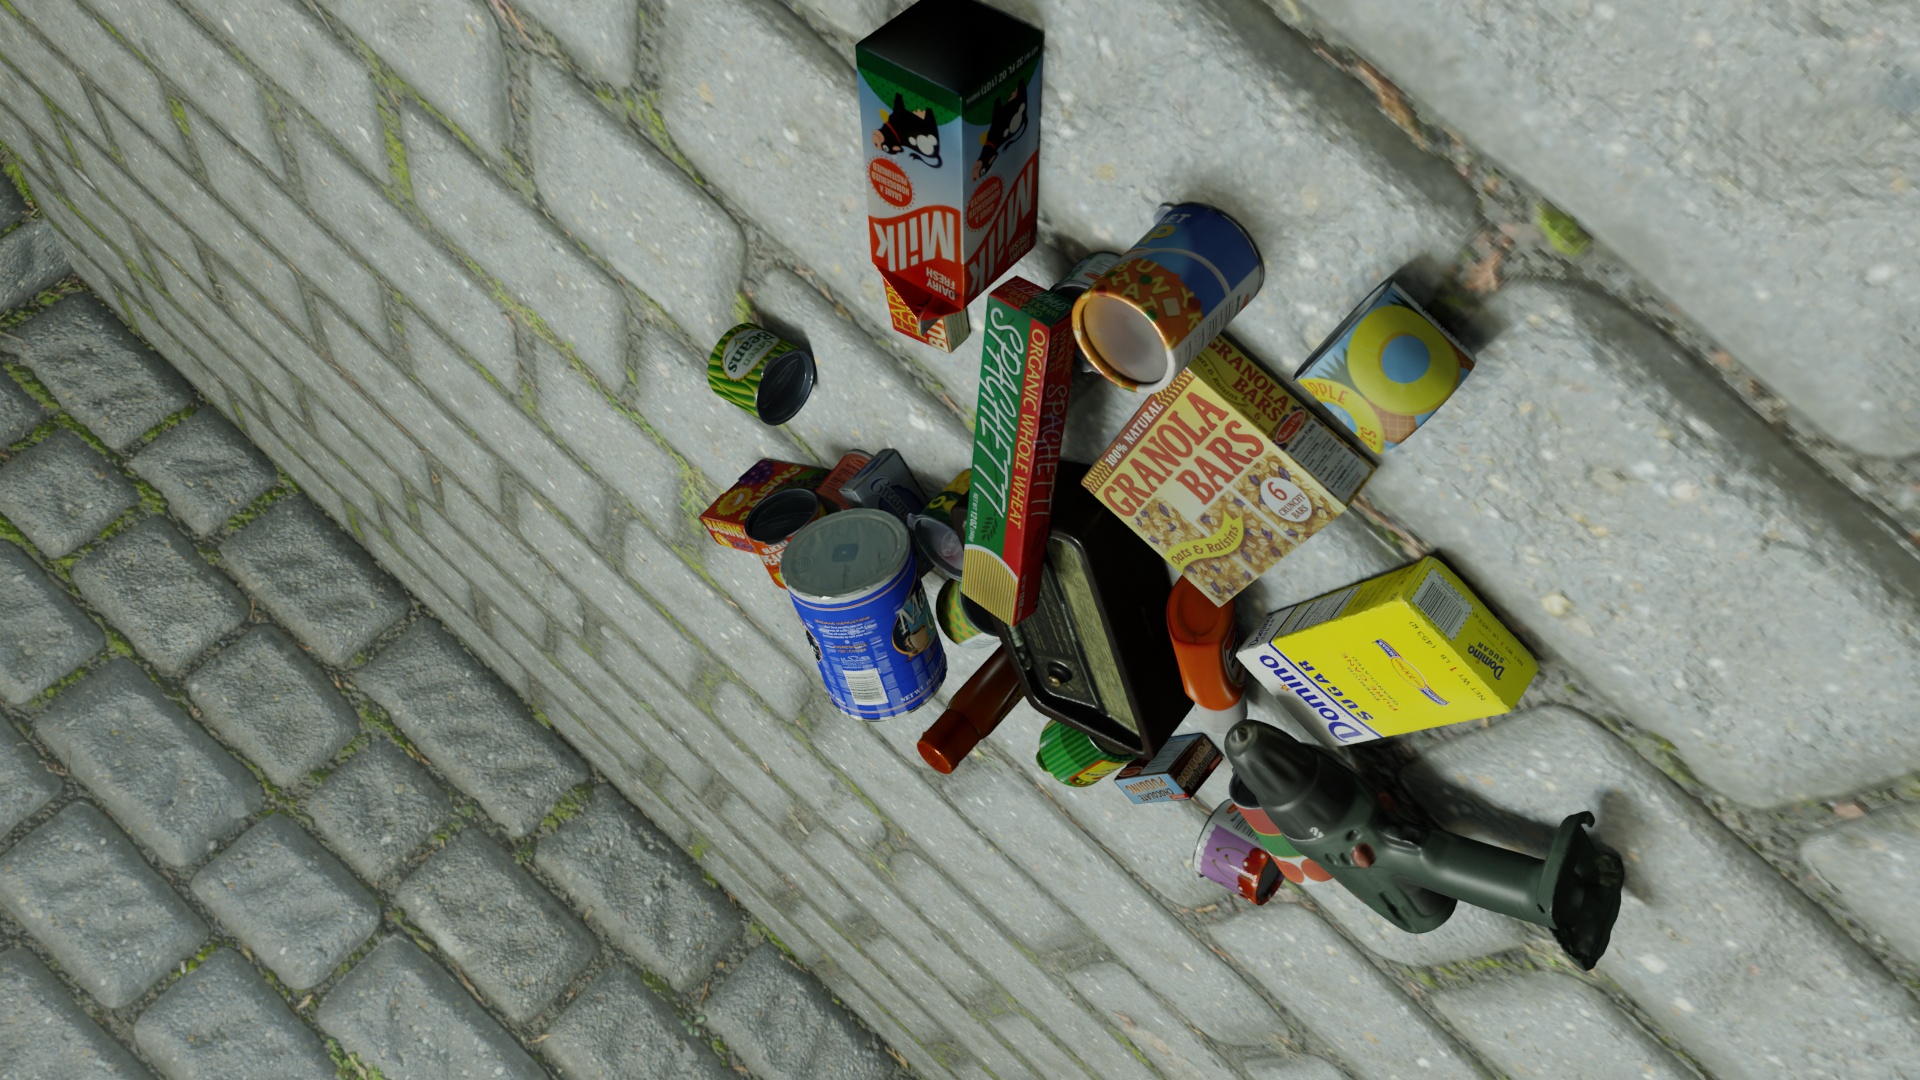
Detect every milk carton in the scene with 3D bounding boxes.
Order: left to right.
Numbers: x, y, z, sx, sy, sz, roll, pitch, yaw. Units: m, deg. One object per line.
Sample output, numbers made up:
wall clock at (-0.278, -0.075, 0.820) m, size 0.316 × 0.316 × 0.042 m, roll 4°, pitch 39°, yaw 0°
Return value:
milk carton at (-0.005, -0.203, 0.792) m, size 0.073 × 0.072 × 0.189 m, roll 32°, pitch 151°, yaw 22°

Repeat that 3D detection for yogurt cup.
yogurt cup at (-0.089, -0.034, 1.166) m, size 0.072 × 0.054 × 0.072 m, roll 32°, pitch 150°, yaw 22°

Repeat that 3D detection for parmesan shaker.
parmesan shaker at (0.110, 0.162, 1.145) m, size 0.071 × 0.071 × 0.102 m, roll 43°, pitch 153°, yaw 3°

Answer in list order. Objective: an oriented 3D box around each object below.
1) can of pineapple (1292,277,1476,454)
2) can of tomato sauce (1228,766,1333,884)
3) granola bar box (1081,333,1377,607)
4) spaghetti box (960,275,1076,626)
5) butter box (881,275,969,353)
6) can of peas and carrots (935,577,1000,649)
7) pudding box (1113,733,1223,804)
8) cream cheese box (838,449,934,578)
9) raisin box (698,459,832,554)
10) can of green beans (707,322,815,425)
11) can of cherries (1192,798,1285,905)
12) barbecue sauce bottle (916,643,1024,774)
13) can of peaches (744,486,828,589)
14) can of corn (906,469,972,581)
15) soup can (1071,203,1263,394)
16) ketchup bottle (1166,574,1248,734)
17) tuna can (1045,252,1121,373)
can of pineapple at (0.205, -0.083, 0.675) m, size 0.058 × 0.071 × 0.070 m, roll 43°, pitch 153°, yaw 2°
can of tomato sauce at (0.244, 0.200, 1.020) m, size 0.071 × 0.071 × 0.083 m, roll -3°, pitch 128°, yaw 55°
granola bar box at (0.155, -0.039, 0.838) m, size 0.124 × 0.039 × 0.164 m, roll 42°, pitch 153°, yaw 4°
spaghetti box at (0.034, -0.049, 0.876) m, size 0.050 × 0.029 × 0.248 m, roll 33°, pitch 140°, yaw 27°
butter box at (-0.026, -0.174, 0.915) m, size 0.053 × 0.024 × 0.103 m, roll 27°, pitch 148°, yaw 29°
can of peas and carrots at (0.019, 0.049, 1.122) m, size 0.071 × 0.071 × 0.058 m, roll 47°, pitch 153°, yaw -4°
pudding box at (0.167, 0.185, 1.123) m, size 0.030 × 0.050 × 0.083 m, roll 50°, pitch 152°, yaw -8°
cream cheese box at (-0.051, -0.018, 1.136) m, size 0.024 × 0.053 × 0.103 m, roll 5°, pitch 133°, yaw 54°
raisin box at (-0.165, -0.028, 1.243) m, size 0.123 × 0.086 × 0.040 m, roll 11°, pitch 140°, yaw 47°
can of green beans at (-0.159, -0.134, 1.110) m, size 0.058 × 0.071 × 0.071 m, roll 30°, pitch 150°, yaw 26°
can of cherries at (0.228, 0.252, 1.113) m, size 0.058 × 0.072 × 0.071 m, roll 24°, pitch 146°, yaw 33°
barbecue sauce bottle at (0.025, 0.125, 1.126) m, size 0.044 × 0.149 × 0.064 m, roll 38°, pitch 152°, yaw 13°
can of peaches at (-0.136, 0.000, 1.138) m, size 0.071 × 0.071 × 0.057 m, roll 19°, pitch 144°, yaw 41°
can of corn at (0.004, -0.013, 1.061) m, size 0.071 × 0.058 × 0.070 m, roll 33°, pitch 151°, yaw 21°
soup can at (0.106, -0.129, 0.731) m, size 0.071 × 0.084 × 0.071 m, roll 33°, pitch 151°, yaw 22°
ketchup bottle at (0.174, 0.085, 0.964) m, size 0.043 × 0.065 × 0.148 m, roll 1°, pitch 145°, yaw 18°
tuna can at (0.084, -0.131, 0.813) m, size 0.071 × 0.033 × 0.070 m, roll 33°, pitch 151°, yaw 22°
